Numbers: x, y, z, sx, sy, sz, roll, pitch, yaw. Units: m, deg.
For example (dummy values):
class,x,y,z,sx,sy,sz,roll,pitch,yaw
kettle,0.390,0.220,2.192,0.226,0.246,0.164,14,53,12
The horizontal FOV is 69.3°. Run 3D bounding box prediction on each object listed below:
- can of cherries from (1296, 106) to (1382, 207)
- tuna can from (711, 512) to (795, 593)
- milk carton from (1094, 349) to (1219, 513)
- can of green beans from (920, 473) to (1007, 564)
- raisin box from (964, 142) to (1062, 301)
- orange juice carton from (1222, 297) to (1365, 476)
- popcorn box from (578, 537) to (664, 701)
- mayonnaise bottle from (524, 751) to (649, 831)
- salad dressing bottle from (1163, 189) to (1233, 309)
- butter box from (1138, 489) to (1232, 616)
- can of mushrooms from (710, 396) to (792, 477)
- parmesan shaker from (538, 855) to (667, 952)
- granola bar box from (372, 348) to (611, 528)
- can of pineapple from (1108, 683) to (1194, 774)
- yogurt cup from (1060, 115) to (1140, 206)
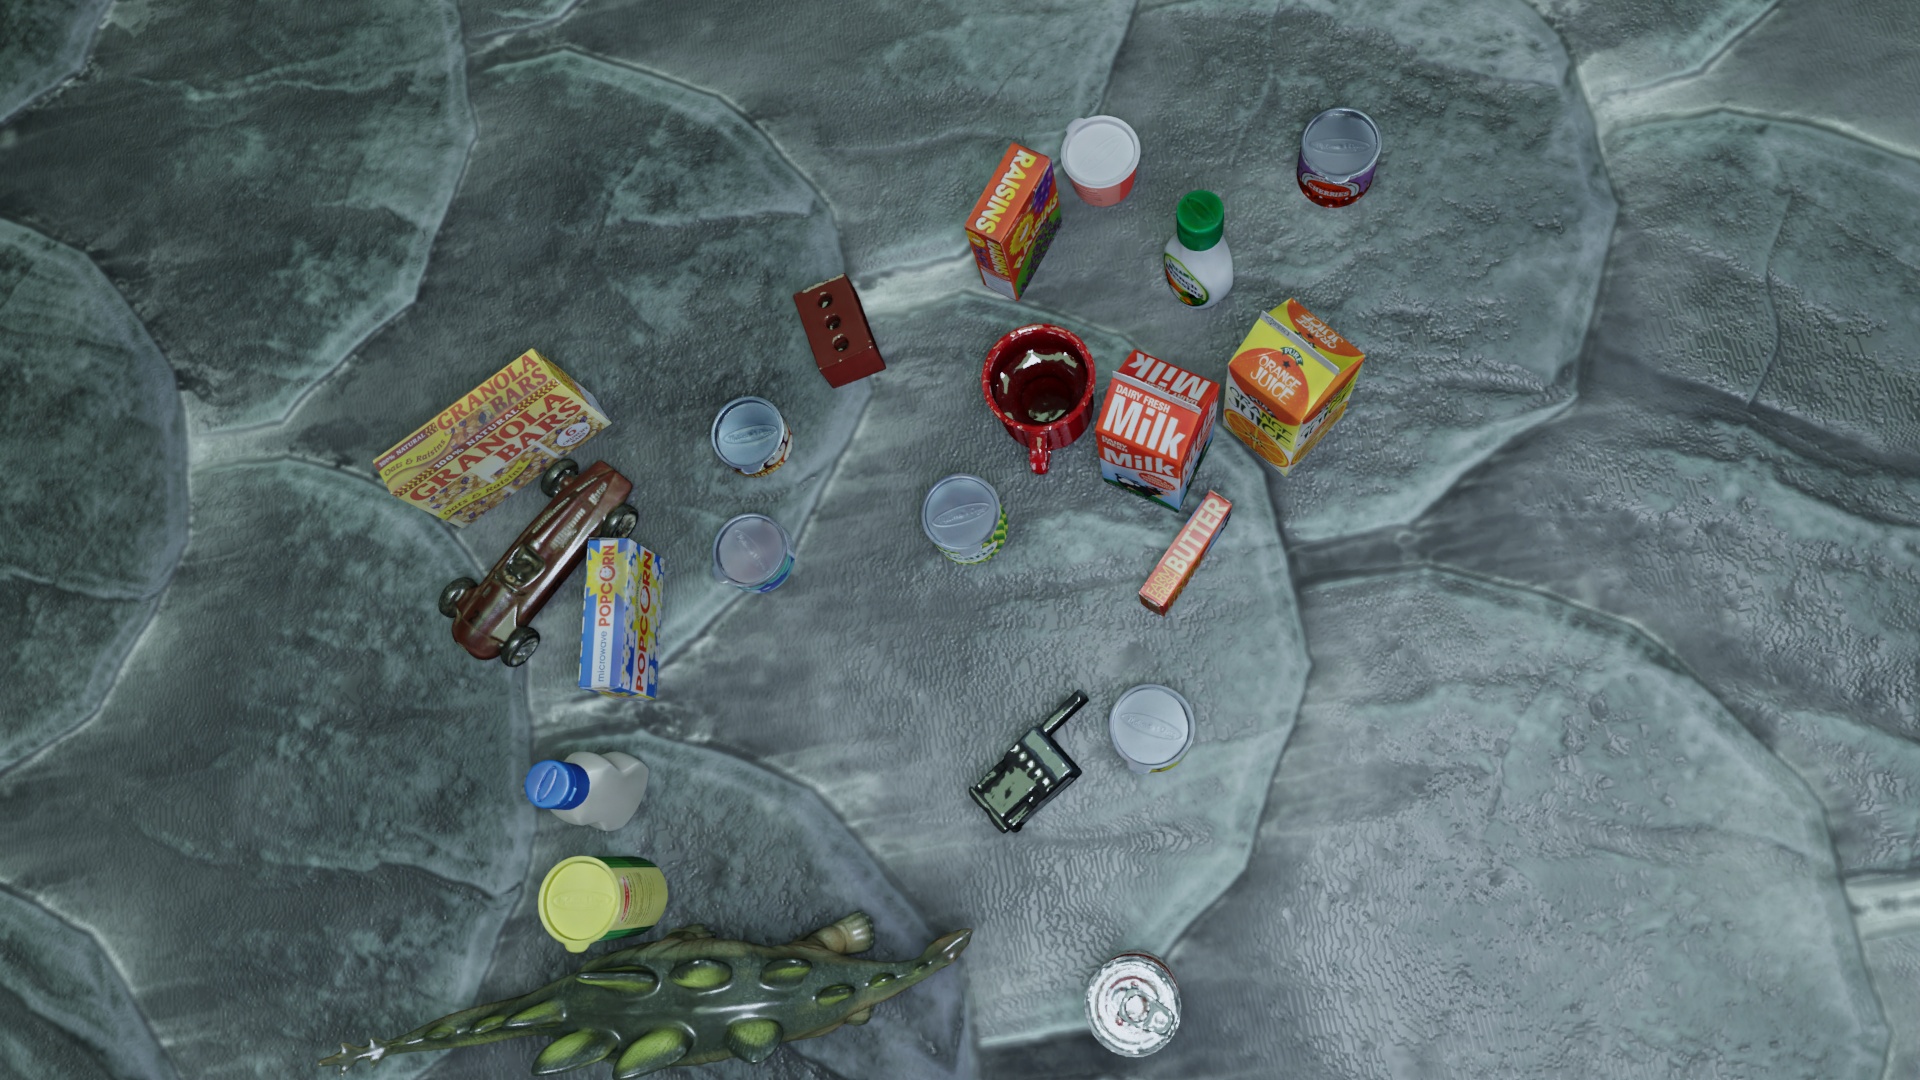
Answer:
class,x,y,z,sx,sy,sz,roll,pitch,yaw
can of cherries,0.320,-0.323,1.183,0.071,0.058,0.071,-2,76,8
tuna can,-0.179,0.013,1.191,0.071,0.032,0.071,-2,76,8
milk carton,0.153,-0.088,1.083,0.072,0.190,0.073,24,82,13
can of green beans,0.004,-0.017,1.157,0.071,0.057,0.071,-2,76,8
raisin box,0.047,-0.267,1.178,0.040,0.123,0.086,28,83,14
orange juice carton,0.255,-0.121,1.074,0.072,0.192,0.073,43,86,15
popcorn box,-0.284,0.068,1.167,0.038,0.085,0.127,-2,76,9
mayonnaise bottle,-0.297,0.197,1.105,0.041,0.148,0.065,22,81,13
salad dressing bottle,0.195,-0.238,1.135,0.044,0.147,0.064,-42,74,-2
butter box,0.183,0.012,1.125,0.024,0.053,0.103,34,84,15
can of mushrooms,-0.182,-0.088,1.216,0.071,0.033,0.071,-2,76,8
parmesan shaker,-0.282,0.287,1.104,0.071,0.103,0.071,-2,77,8
granola bar box,-0.402,-0.086,1.202,0.165,0.124,0.039,-36,74,-1
can of pineapple,0.150,0.150,1.094,0.071,0.057,0.071,-2,76,8
yogurt cup,0.124,-0.329,1.217,0.072,0.054,0.072,-2,76,8
